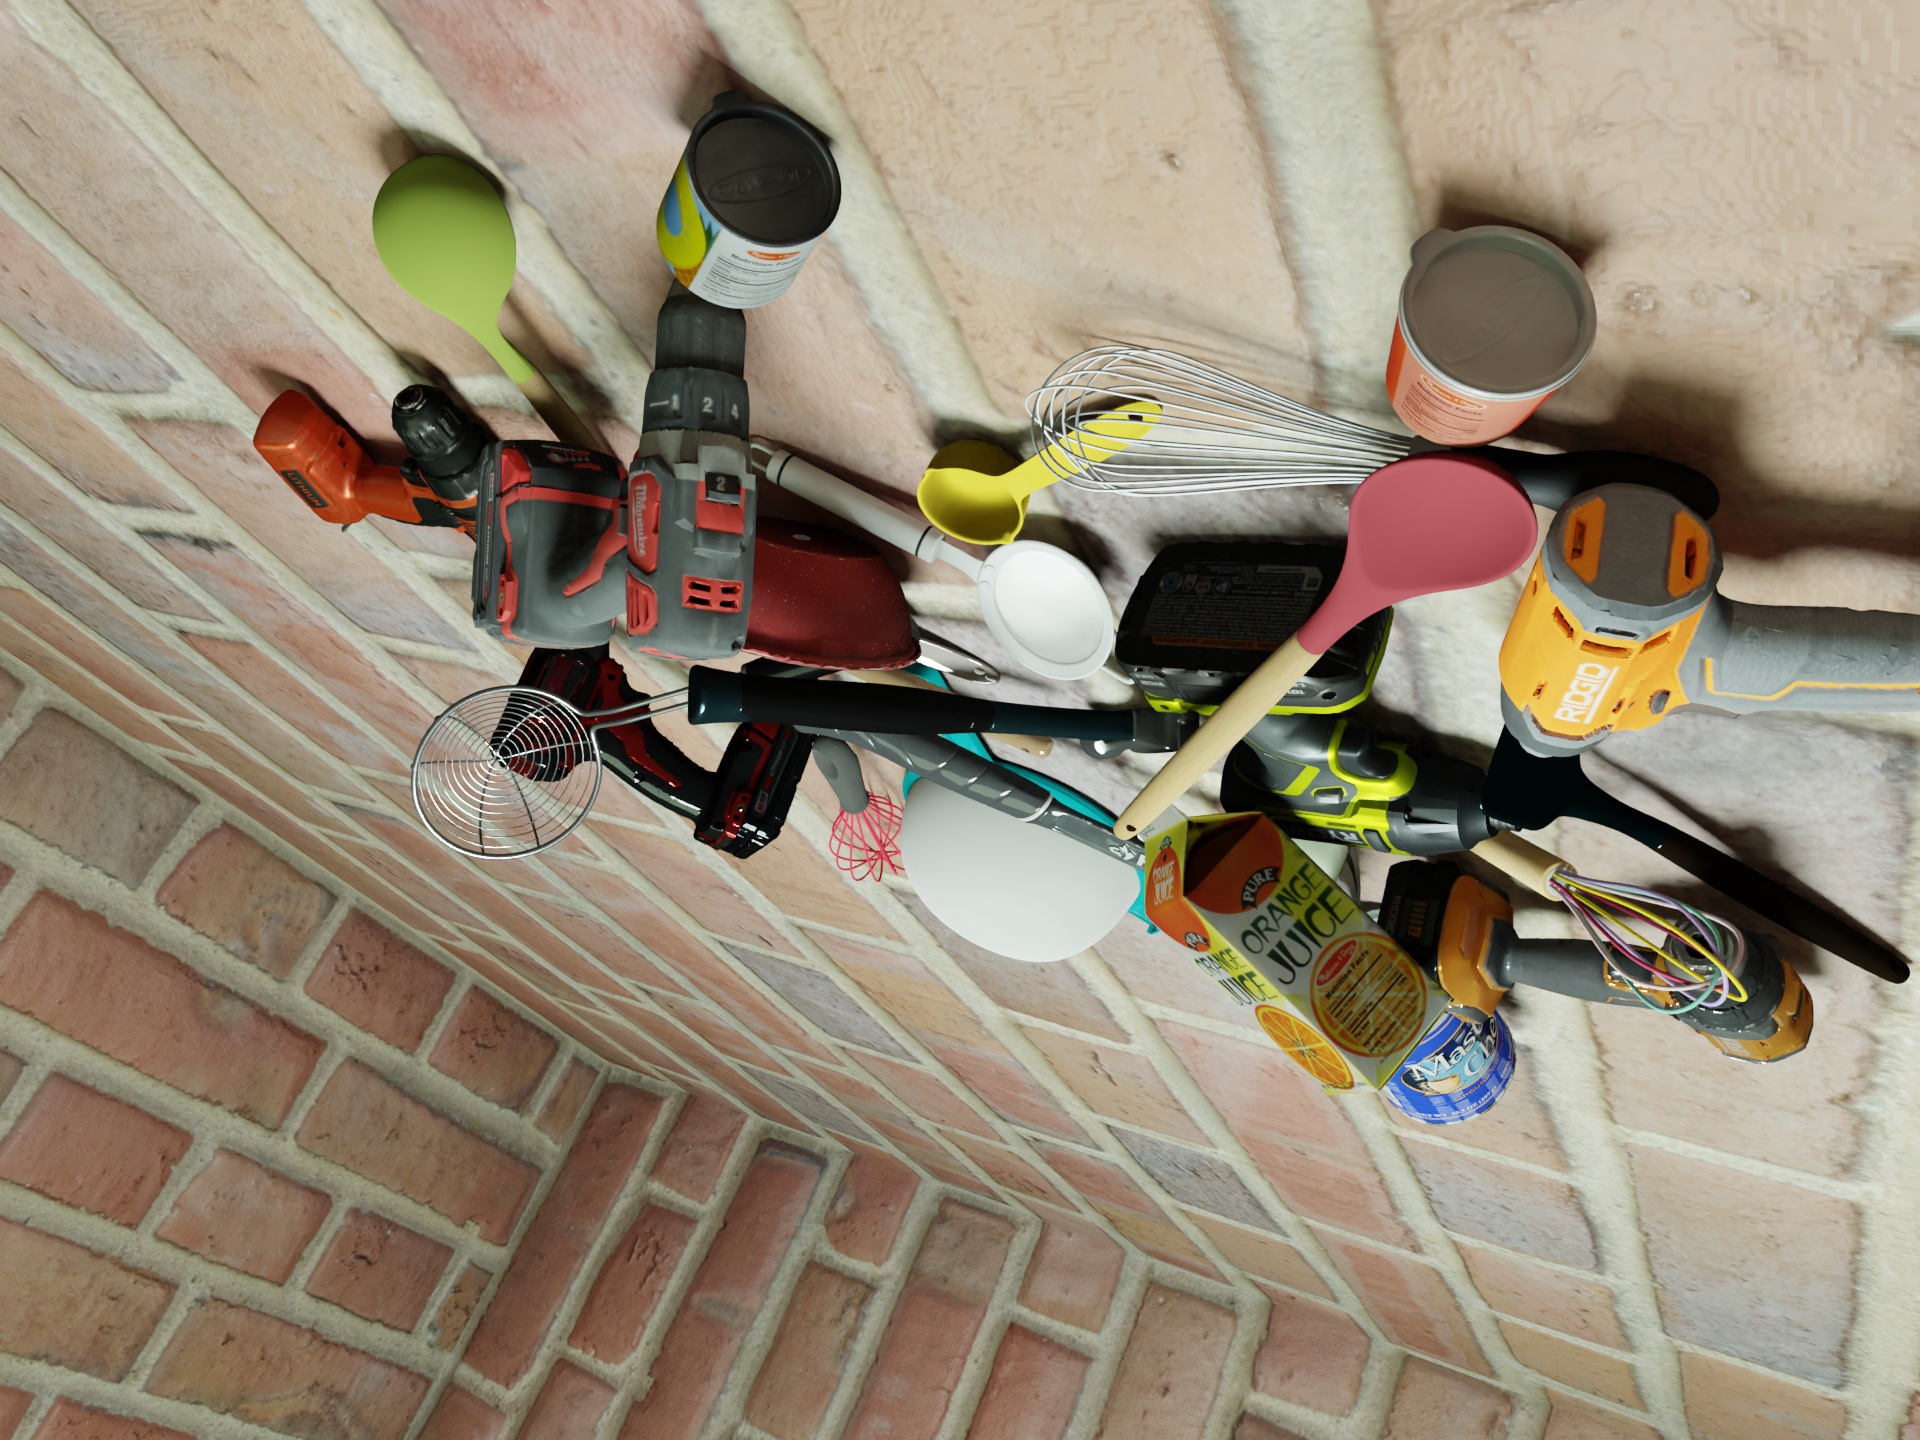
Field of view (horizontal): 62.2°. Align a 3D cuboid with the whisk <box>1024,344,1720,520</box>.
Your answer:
[{"bbox_3d":[0.161,-0.111,0.660,0.285,0.070,0.070,11,153,19],"label":"whisk"}]

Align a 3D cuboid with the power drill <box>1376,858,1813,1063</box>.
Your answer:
[{"bbox_3d":[0.355,0.136,0.912,0.226,0.084,0.185,7,165,36],"label":"power drill"}]

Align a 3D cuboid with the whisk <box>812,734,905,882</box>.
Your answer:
[{"bbox_3d":[-0.080,0.067,1.234,0.073,0.073,0.295,20,162,12],"label":"whisk"}]

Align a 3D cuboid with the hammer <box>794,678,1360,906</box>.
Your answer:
[{"bbox_3d":[0.068,0.063,1.045,0.409,0.036,0.149,25,135,9],"label":"hammer"}]

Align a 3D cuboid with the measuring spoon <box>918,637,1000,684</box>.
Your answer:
[{"bbox_3d":[-0.030,-0.053,1.029,0.124,0.018,0.034,22,138,-9],"label":"measuring spoon"}]

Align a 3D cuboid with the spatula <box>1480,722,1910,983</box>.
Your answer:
[{"bbox_3d":[0.387,0.072,0.823,0.317,0.082,0.044,27,169,-16],"label":"spatula"}]

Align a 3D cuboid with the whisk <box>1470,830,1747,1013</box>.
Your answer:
[{"bbox_3d":[0.322,0.093,0.819,0.047,0.051,0.245,16,-171,-12],"label":"whisk"}]

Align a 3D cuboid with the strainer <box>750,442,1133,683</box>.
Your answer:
[{"bbox_3d":[-0.008,-0.096,0.881,0.258,0.050,0.086,28,136,9],"label":"strainer"}]

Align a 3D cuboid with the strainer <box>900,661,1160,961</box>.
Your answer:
[{"bbox_3d":[0.012,0.087,1.167,0.211,0.095,0.340,11,151,31],"label":"strainer"}]

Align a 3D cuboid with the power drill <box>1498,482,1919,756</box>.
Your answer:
[{"bbox_3d":[0.332,-0.011,0.632,0.226,0.084,0.164,12,156,12],"label":"power drill"}]

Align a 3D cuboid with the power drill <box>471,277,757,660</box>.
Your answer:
[{"bbox_3d":[-0.178,-0.123,0.838,0.080,0.188,0.227,4,178,-37],"label":"power drill"}]

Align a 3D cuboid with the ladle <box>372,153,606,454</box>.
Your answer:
[{"bbox_3d":[-0.233,-0.195,0.912,0.078,0.062,0.319,15,161,19],"label":"ladle"}]

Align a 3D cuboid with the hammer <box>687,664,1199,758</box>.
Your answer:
[{"bbox_3d":[-0.001,-0.003,0.882,0.330,0.033,0.128,4,174,-34],"label":"hammer"}]

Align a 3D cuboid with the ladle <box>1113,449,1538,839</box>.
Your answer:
[{"bbox_3d":[0.144,-0.020,0.712,0.069,0.031,0.315,32,141,-4],"label":"ladle"}]

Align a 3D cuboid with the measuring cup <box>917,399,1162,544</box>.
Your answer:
[{"bbox_3d":[0.041,-0.132,0.785,0.062,0.029,0.156,38,142,-28],"label":"measuring cup"}]

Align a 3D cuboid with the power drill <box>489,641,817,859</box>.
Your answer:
[{"bbox_3d":[-0.229,0.006,1.206,0.219,0.143,0.078,25,157,-15],"label":"power drill"}]

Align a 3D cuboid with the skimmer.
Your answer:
[{"bbox_3d":[-0.196,0.005,1.044,0.363,0.090,0.127,-15,121,24],"label":"skimmer"}]

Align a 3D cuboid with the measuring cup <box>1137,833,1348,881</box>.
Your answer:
[{"bbox_3d":[0.182,0.092,1.083,0.168,0.038,0.083,-4,143,46],"label":"measuring cup"}]

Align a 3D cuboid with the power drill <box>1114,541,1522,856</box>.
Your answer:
[{"bbox_3d":[0.192,0.001,0.841,0.171,0.080,0.223,6,153,38],"label":"power drill"}]

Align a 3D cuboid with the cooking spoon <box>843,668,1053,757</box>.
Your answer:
[{"bbox_3d":[-0.079,-0.042,1.057,0.319,0.017,0.068,24,159,21],"label":"cooking spoon"}]
